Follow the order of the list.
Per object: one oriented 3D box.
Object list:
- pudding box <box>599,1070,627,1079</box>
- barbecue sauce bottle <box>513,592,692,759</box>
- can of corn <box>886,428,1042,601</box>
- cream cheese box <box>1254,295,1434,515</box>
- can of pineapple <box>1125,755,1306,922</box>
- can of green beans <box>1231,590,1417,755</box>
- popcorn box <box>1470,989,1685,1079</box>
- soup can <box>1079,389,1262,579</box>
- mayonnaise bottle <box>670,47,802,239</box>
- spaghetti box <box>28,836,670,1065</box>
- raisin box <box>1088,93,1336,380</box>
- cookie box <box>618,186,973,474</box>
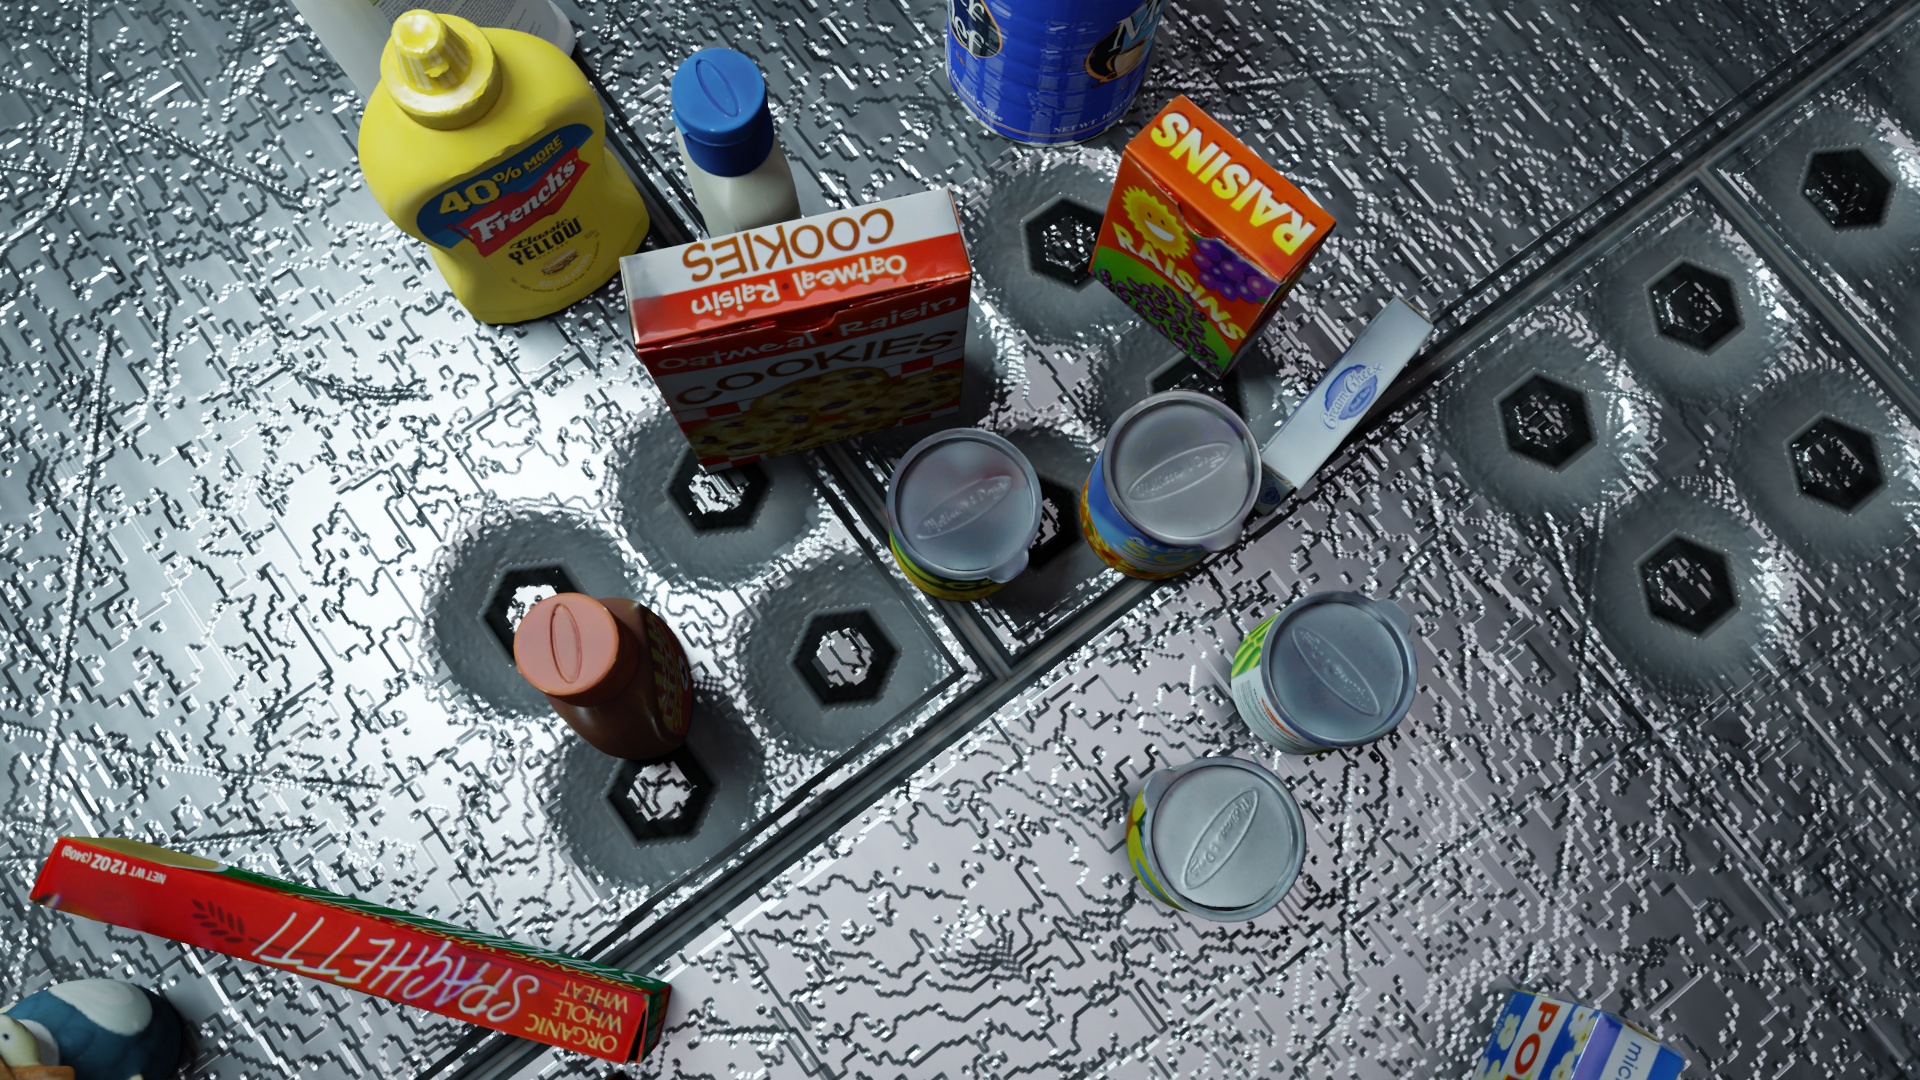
[{"bbox_3d":[-0.173,0.245,0.553,0.084,0.049,0.030,-22,79,-7],"label":"pudding box"},{"bbox_3d":[-0.139,0.051,0.548,0.044,0.148,0.065,-11,78,-4],"label":"barbecue sauce bottle"},{"bbox_3d":[0.002,-0.008,0.613,0.071,0.058,0.071,0,77,-2],"label":"can of corn"},{"bbox_3d":[0.169,-0.060,0.634,0.024,0.053,0.104,40,79,7],"label":"cream cheese box"},{"bbox_3d":[0.105,0.124,0.587,0.071,0.057,0.071,0,77,-2],"label":"can of pineapple"},{"bbox_3d":[0.156,0.059,0.604,0.071,0.057,0.071,0,77,-2],"label":"can of green beans"},{"bbox_3d":[0.226,0.246,0.550,0.038,0.085,0.127,30,78,4],"label":"popcorn box"},{"bbox_3d":[0.090,-0.019,0.606,0.071,0.083,0.071,0,78,-2],"label":"soup can"},{"bbox_3d":[-0.094,-0.155,0.597,0.041,0.147,0.065,-31,81,-8],"label":"mayonnaise bottle"},{"bbox_3d":[-0.243,0.166,0.568,0.250,0.050,0.029,15,78,1],"label":"spaghetti box"},{"bbox_3d":[0.105,-0.128,0.611,0.086,0.123,0.040,43,80,7],"label":"raisin box"},{"bbox_3d":[-0.061,-0.079,0.571,0.123,0.167,0.040,-14,79,-5],"label":"cookie box"}]
